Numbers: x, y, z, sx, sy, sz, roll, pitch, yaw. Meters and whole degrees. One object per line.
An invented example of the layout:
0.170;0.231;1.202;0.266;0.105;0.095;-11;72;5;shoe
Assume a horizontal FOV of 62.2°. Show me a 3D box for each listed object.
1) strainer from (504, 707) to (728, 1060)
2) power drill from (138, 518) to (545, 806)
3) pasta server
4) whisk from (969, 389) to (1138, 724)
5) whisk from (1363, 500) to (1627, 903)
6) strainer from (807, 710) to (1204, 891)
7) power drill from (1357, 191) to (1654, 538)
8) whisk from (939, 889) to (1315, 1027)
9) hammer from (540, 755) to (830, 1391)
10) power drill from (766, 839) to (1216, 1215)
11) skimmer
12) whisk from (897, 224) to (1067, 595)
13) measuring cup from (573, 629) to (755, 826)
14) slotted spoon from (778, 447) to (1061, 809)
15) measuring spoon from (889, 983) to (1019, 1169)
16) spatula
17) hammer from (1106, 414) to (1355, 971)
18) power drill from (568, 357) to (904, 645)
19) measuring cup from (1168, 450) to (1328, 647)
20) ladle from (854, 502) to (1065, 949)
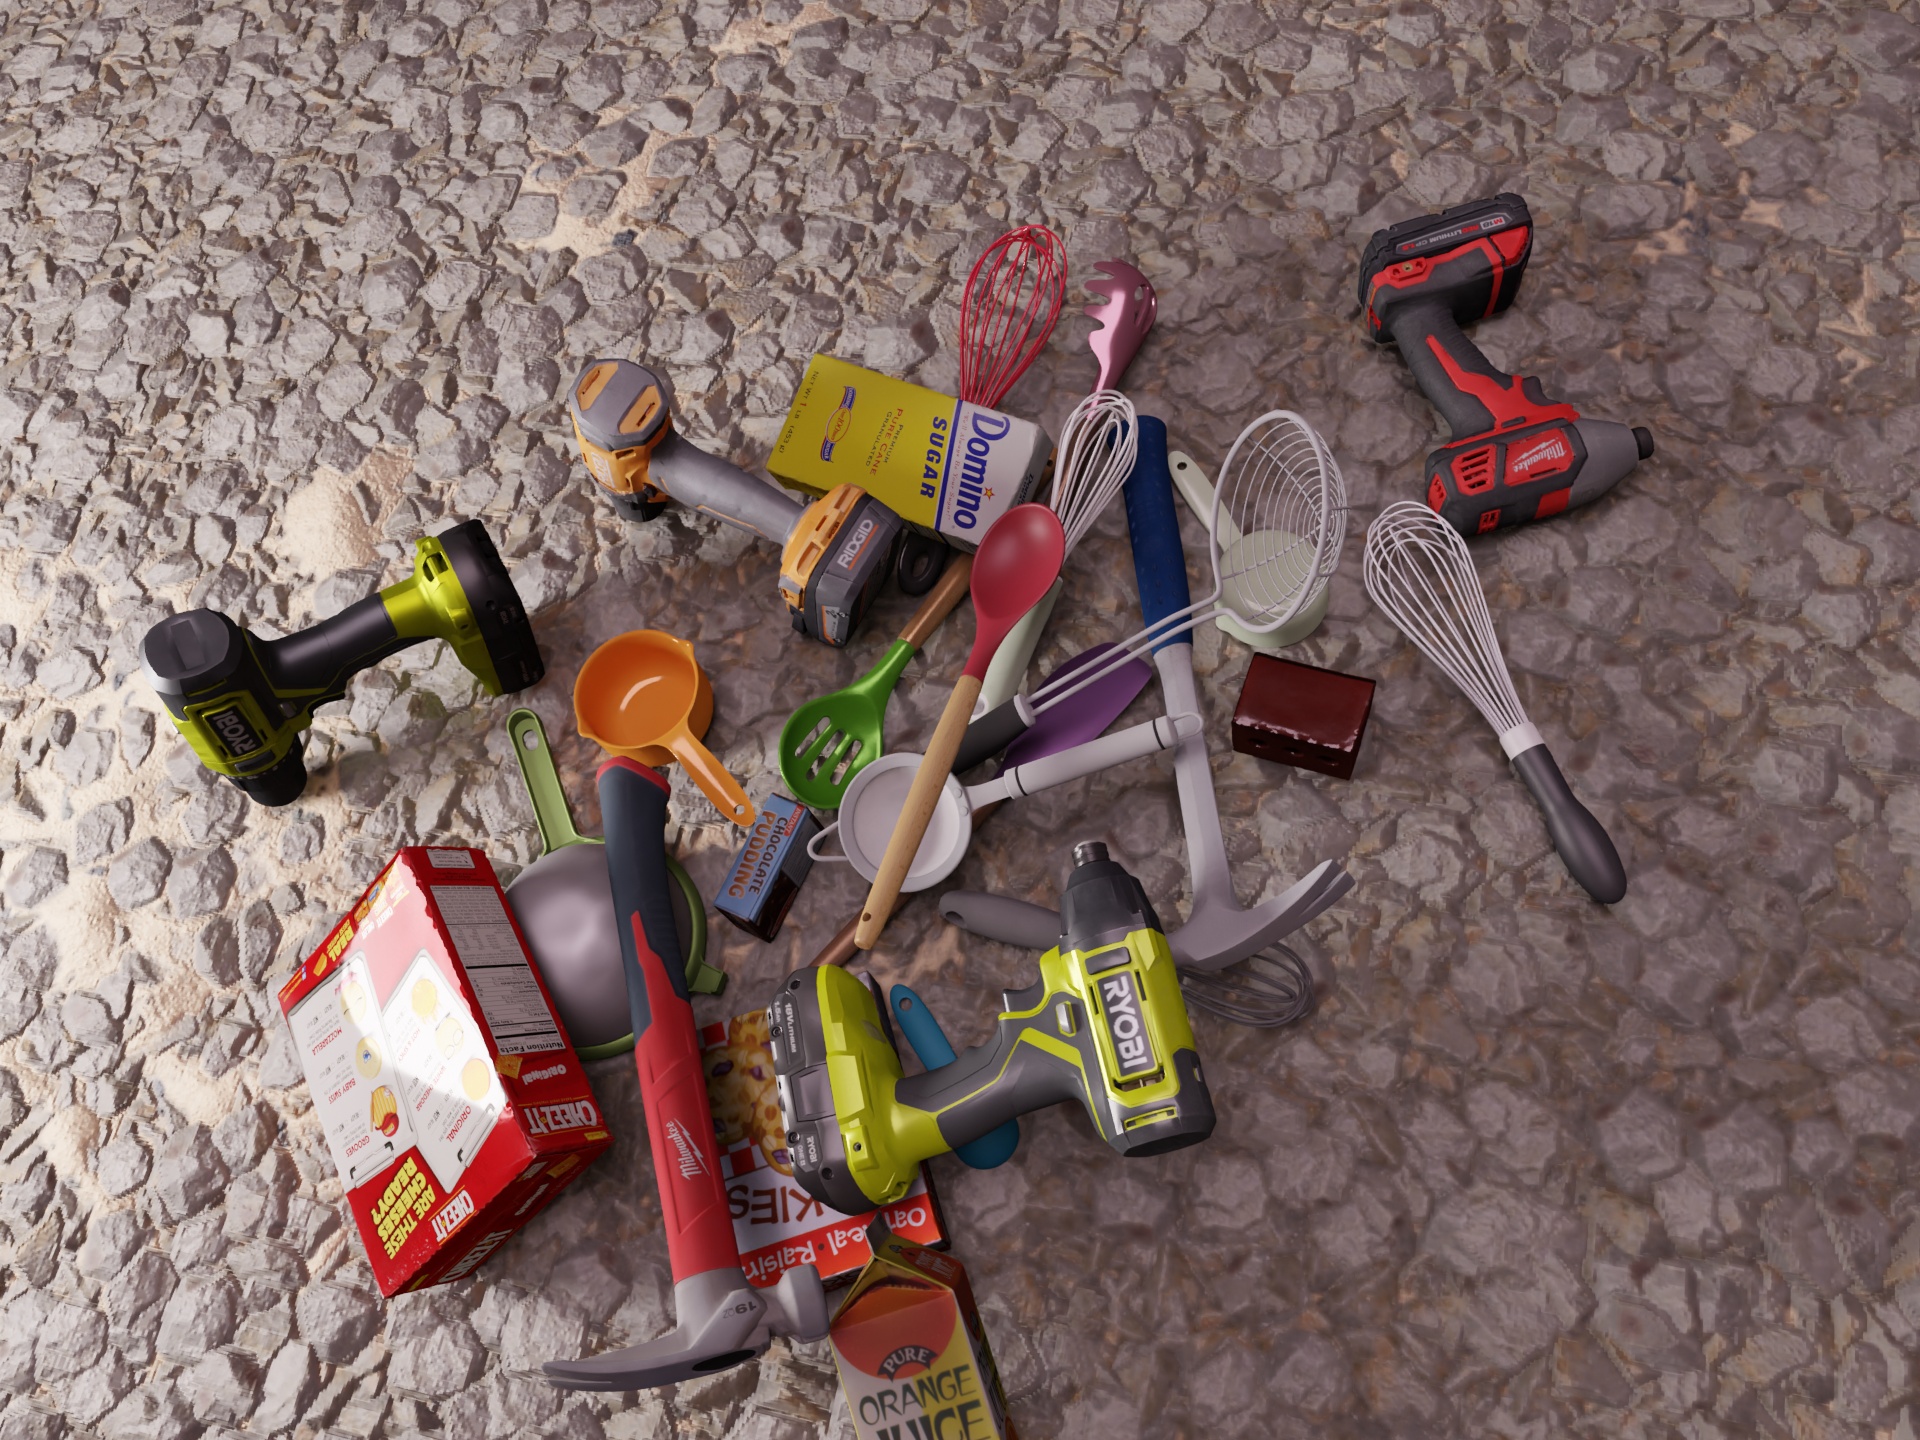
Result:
-0.263;0.092;1.037;0.151;0.069;0.257;-24;66;0;strainer
-0.406;-0.031;1.071;0.228;0.190;0.080;-25;64;-16;power drill
0.074;-0.183;1.108;0.040;0.060;0.316;10;74;43;pasta server
0.060;-0.103;1.051;0.058;0.059;0.246;21;88;52;whisk
0.331;-0.015;0.983;0.070;0.070;0.285;-25;69;-1;whisk
0.028;0.042;0.976;0.258;0.050;0.087;-20;81;18;strainer
0.359;-0.234;1.062;0.143;0.078;0.220;-15;68;4;power drill
0.097;0.138;0.965;0.239;0.055;0.055;12;70;19;whisk
-0.185;0.180;0.910;0.143;0.038;0.387;-10;51;-12;hammer
0.013;0.172;0.881;0.223;0.080;0.171;-19;64;12;power drill
0.074;-0.050;0.965;0.363;0.090;0.127;-31;49;18;skimmer
0.011;-0.224;1.133;0.073;0.073;0.296;15;77;16;whisk
-0.185;0.016;1.066;0.095;0.052;0.174;-40;68;-8;measuring cup
-0.020;-0.069;1.083;0.070;0.031;0.314;39;73;-10;slotted spoon
-0.010;0.212;0.964;0.042;0.021;0.129;-33;66;-5;measuring spoon
0.003;0.064;1.028;0.316;0.018;0.060;-46;56;-11;spatula
0.140;-0.035;0.995;0.144;0.035;0.406;-22;52;25;hammer
-0.157;-0.141;1.084;0.226;0.185;0.084;31;75;1;power drill
0.184;-0.126;1.064;0.083;0.038;0.168;-29;67;-3;measuring cup
-0.002;-0.003;0.958;0.069;0.031;0.316;0;54;36;ladle
